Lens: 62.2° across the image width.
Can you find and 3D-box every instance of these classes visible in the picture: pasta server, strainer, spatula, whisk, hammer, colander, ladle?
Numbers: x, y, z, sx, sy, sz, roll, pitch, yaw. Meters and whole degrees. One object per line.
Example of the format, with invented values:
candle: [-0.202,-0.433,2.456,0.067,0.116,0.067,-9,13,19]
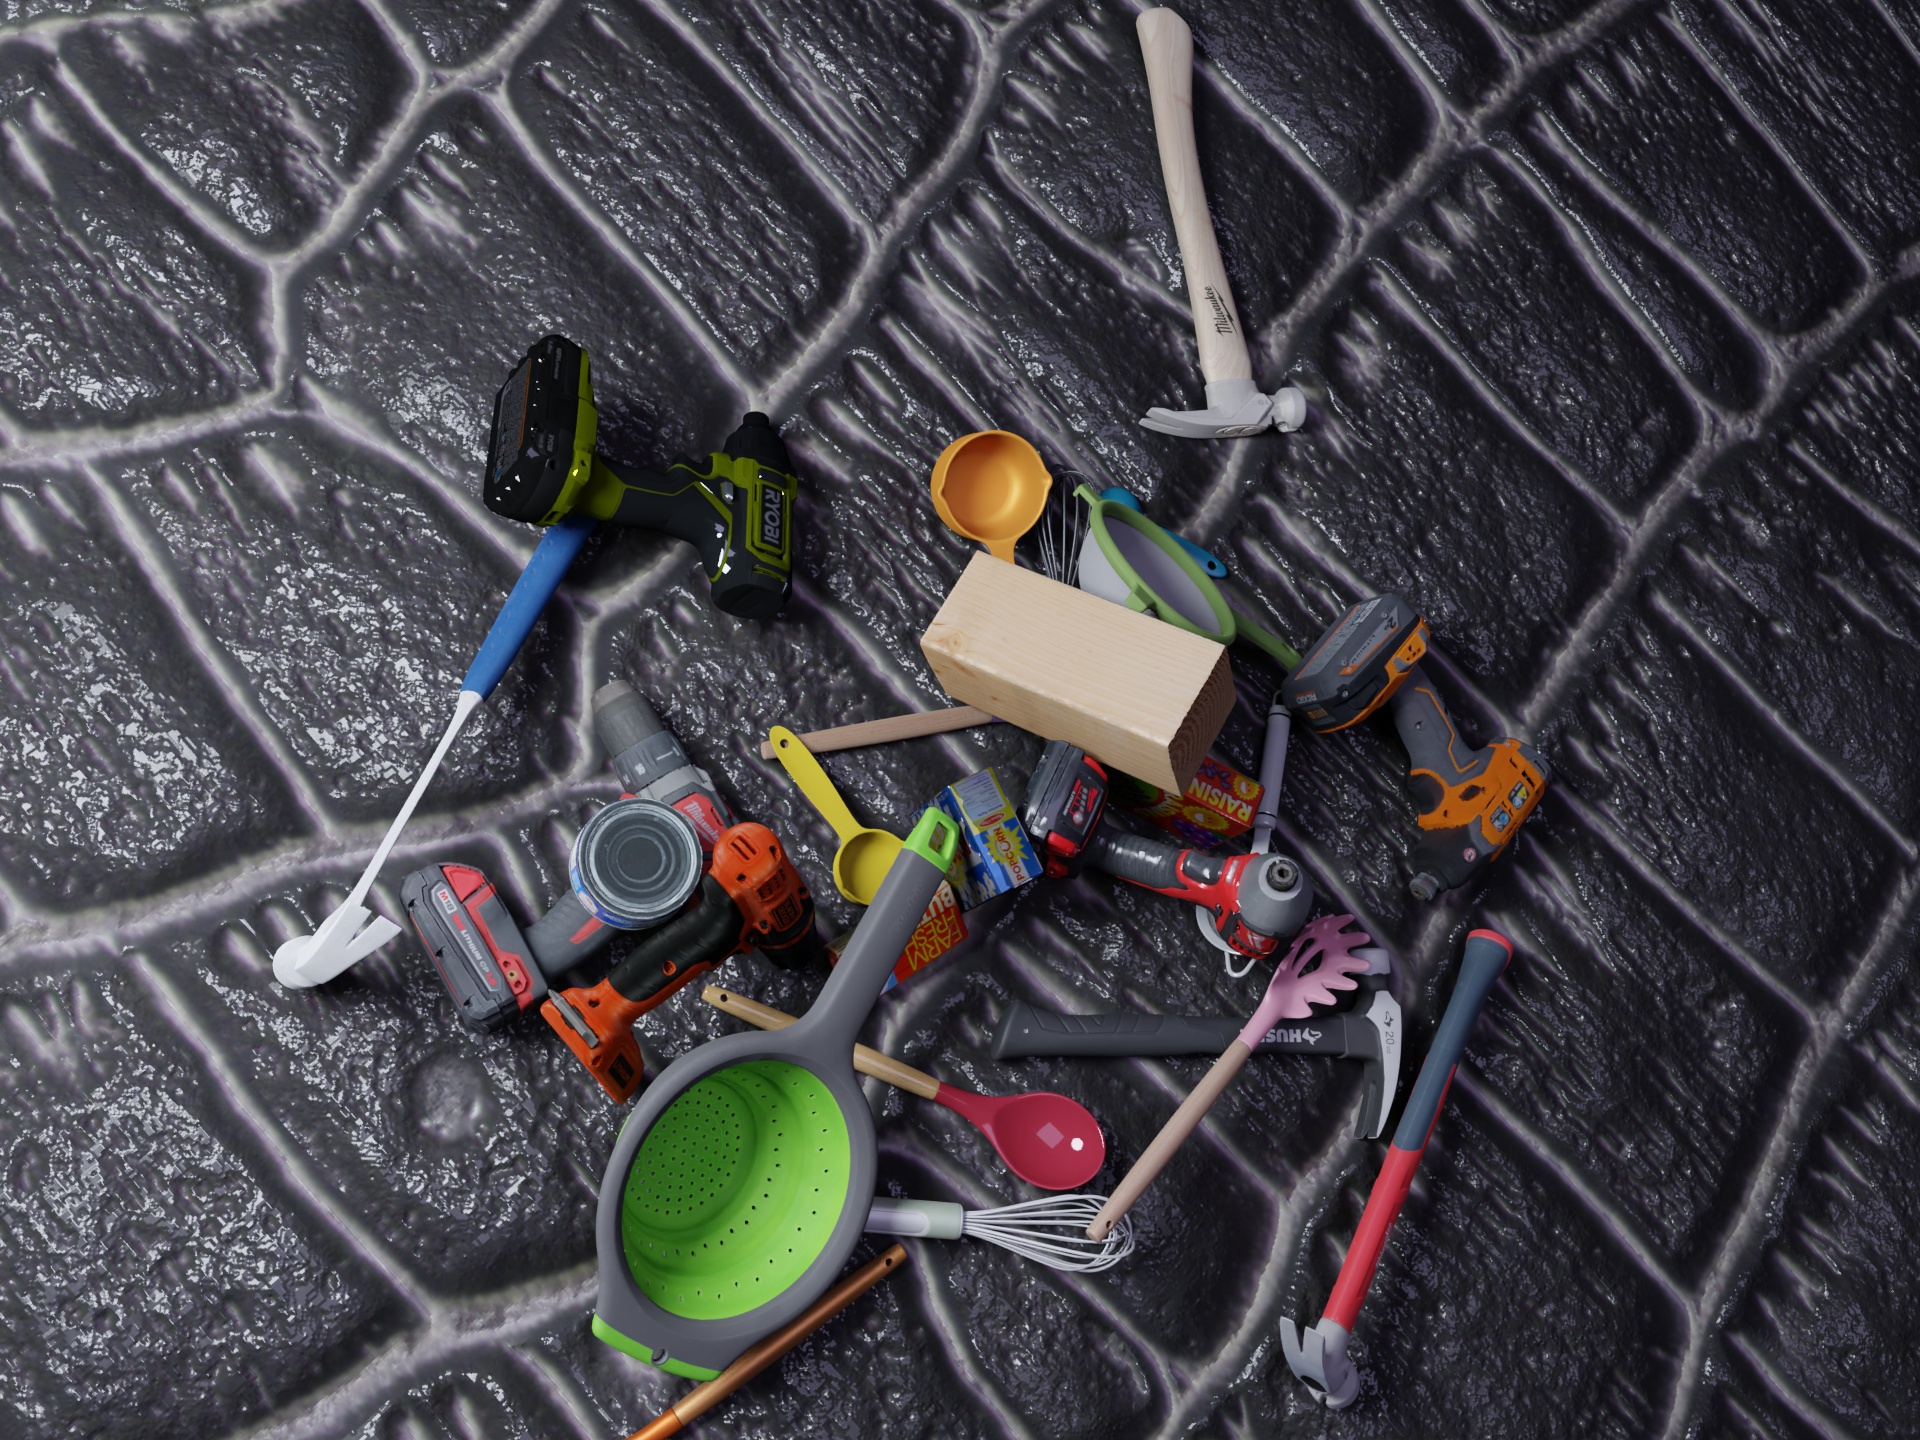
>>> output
pasta server: [0.198,0.260,1.172,0.316,0.040,0.060,-44,103,-25]
strainer: [0.244,0.090,1.276,0.087,0.050,0.259,3,64,23]
spatula: [-0.166,0.449,1.056,0.322,0.041,0.081,-31,85,-23]
whisk: [0.006,0.358,1.131,0.246,0.059,0.058,8,101,-10]
hammer: [-0.335,-0.007,1.084,0.035,0.144,0.406,36,58,-24]
hammer: [0.197,-0.445,1.408,0.146,0.038,0.411,-5,77,-16]
hammer: [0.185,0.247,1.218,0.334,0.035,0.146,3,74,-16]
colander: [-0.124,0.230,1.072,0.204,0.094,0.397,40,72,-33]
spatula: [-0.002,-0.004,1.239,0.316,0.018,0.060,-10,74,-20]
ladle: [-0.041,0.259,1.152,0.315,0.031,0.069,25,63,-7]
hammer: [0.339,0.317,1.209,0.038,0.143,0.386,14,60,32]
strainer: [0.177,-0.078,1.270,0.256,0.069,0.152,27,31,-37]
whisk: [0.082,-0.095,1.269,0.055,0.055,0.239,8,72,-15]

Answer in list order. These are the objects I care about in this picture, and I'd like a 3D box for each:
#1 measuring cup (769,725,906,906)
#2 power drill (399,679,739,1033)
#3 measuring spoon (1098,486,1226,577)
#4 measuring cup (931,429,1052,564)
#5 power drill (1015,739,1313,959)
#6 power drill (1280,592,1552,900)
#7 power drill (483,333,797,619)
measuring cup: [-0.096,0.071,1.184,0.062,0.029,0.156,-35,87,-21]
power drill: [-0.270,0.091,1.104,0.226,0.080,0.188,-29,85,-24]
measuring spoon: [0.170,-0.156,1.328,0.128,0.021,0.042,29,70,-6]
measuring cup: [0.025,-0.145,1.275,0.095,0.052,0.173,-10,103,-16]
power drill: [0.150,0.101,1.165,0.220,0.143,0.078,23,71,10]
power drill: [0.369,0.027,1.302,0.226,0.084,0.164,48,68,-10]
power drill: [-0.222,-0.184,1.159,0.223,0.080,0.171,19,56,-34]
